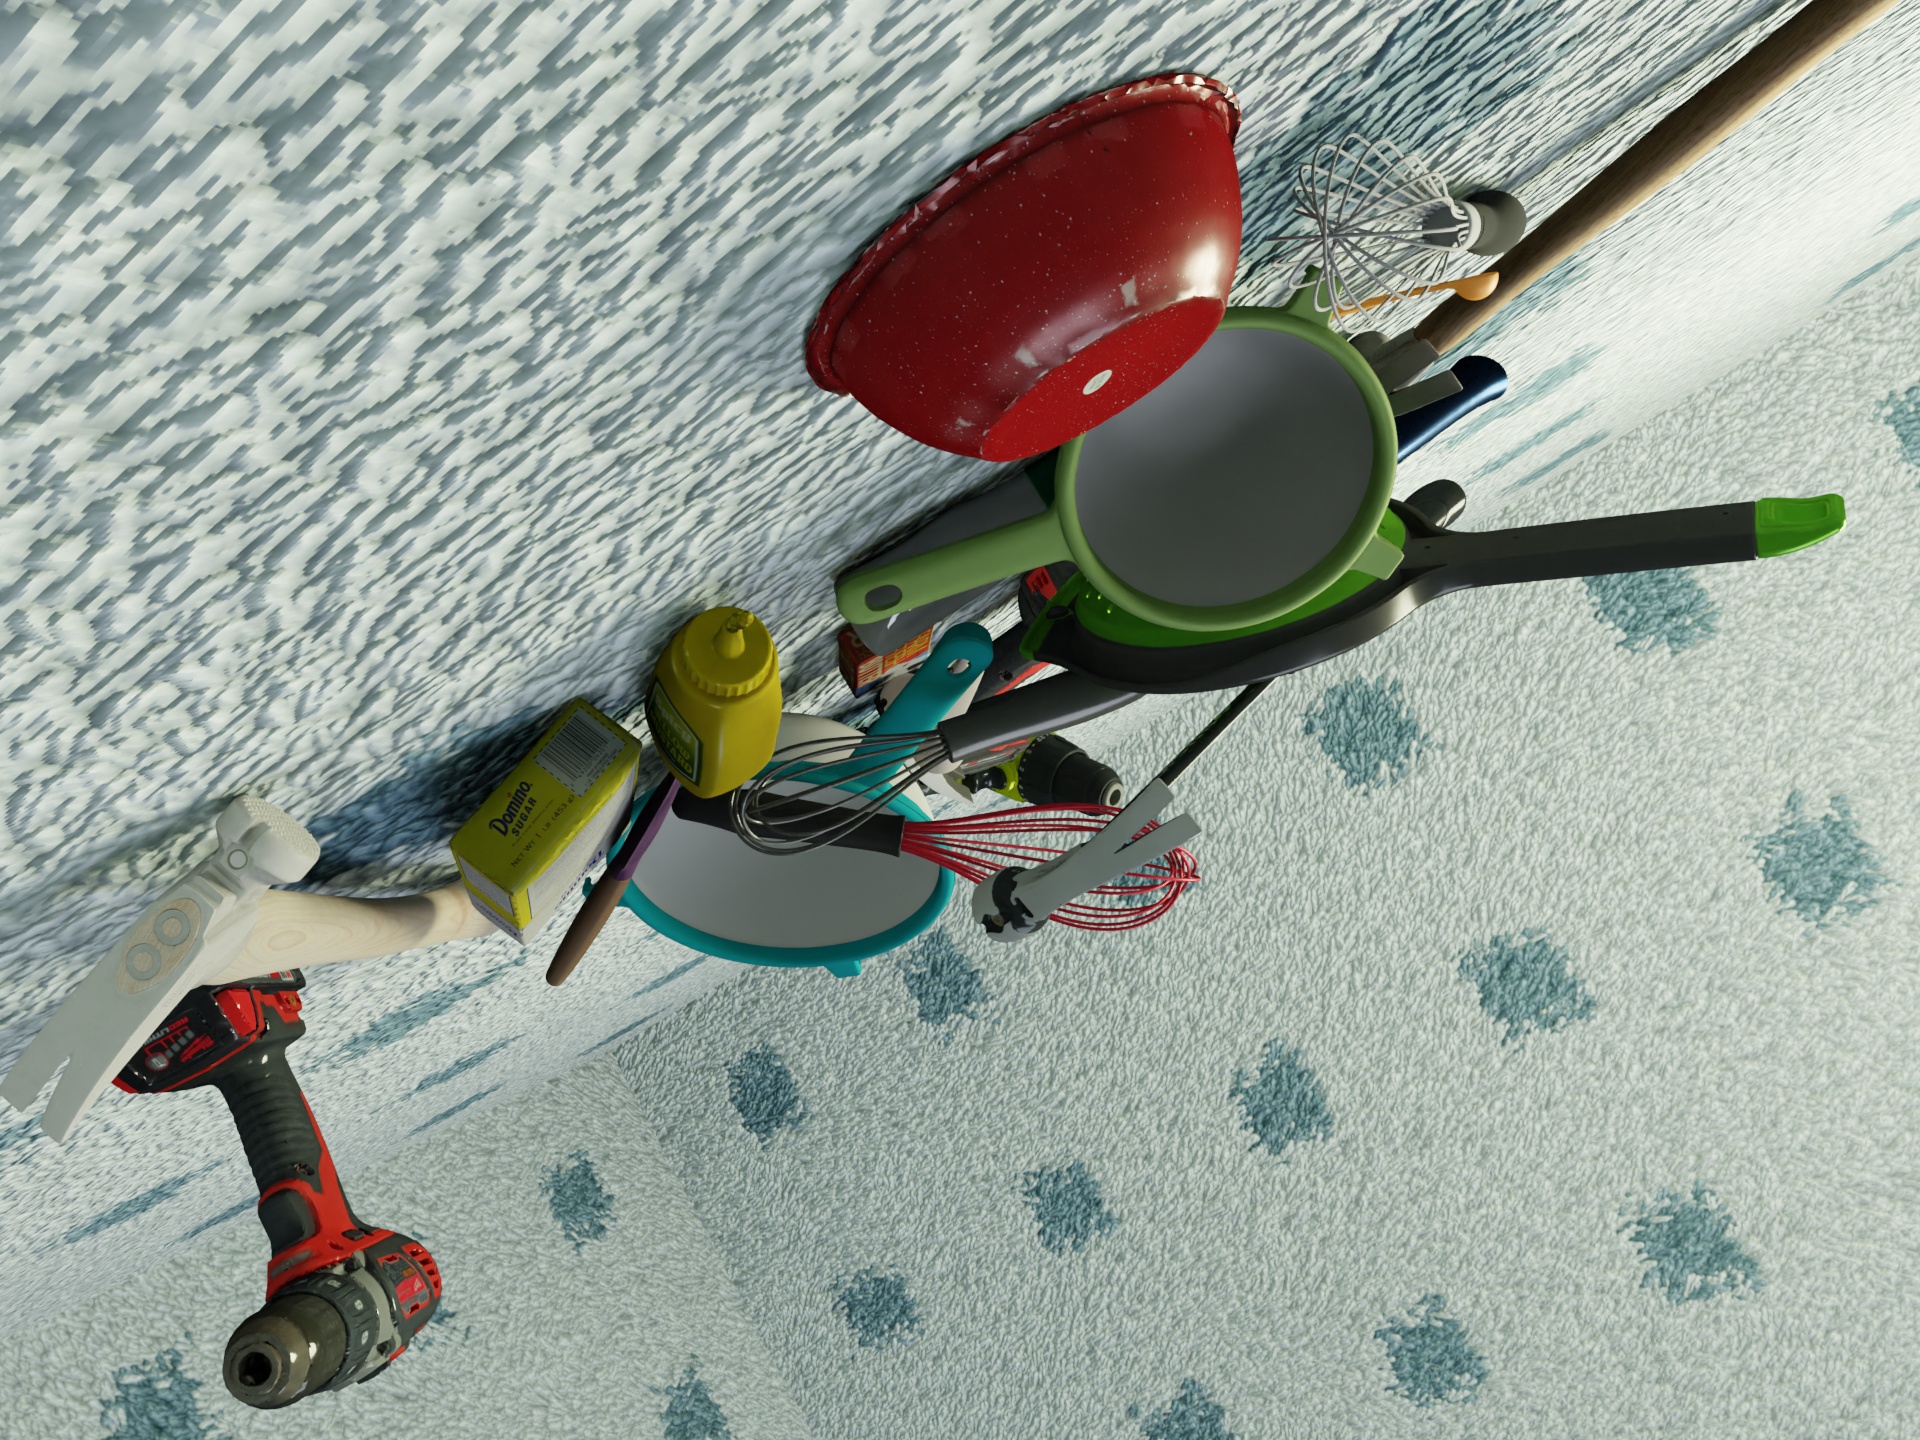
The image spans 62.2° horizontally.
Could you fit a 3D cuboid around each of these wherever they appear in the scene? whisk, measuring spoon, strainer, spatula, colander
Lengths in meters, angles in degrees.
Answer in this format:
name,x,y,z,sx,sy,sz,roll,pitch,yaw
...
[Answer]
name,x,y,z,sx,sy,sz,roll,pitch,yaw
whisk,0.198,-0.205,0.669,0.070,0.070,0.284,-35,176,35
measuring spoon,0.192,-0.190,0.736,0.117,0.011,0.021,-4,-161,39
strainer,0.064,-0.104,0.722,0.256,0.151,0.069,-18,-148,8
spatula,-0.202,0.095,0.924,0.315,0.018,0.060,-49,-165,51
whisk,-0.005,0.014,0.827,0.239,0.055,0.055,-20,171,-10
whisk,-0.013,0.067,0.880,0.296,0.073,0.073,9,170,-1
strainer,-0.076,0.025,0.950,0.210,0.095,0.340,21,135,-22
measuring spoon,-0.001,-0.003,0.944,0.034,0.018,0.124,-9,148,-20
colander,0.208,-0.108,0.785,0.397,0.094,0.204,-4,-152,29

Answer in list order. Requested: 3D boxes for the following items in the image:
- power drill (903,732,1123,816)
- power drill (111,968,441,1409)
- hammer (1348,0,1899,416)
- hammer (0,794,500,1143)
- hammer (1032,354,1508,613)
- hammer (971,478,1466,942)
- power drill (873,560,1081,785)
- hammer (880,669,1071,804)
name,x,y,z,sx,sy,sz,roll,pitch,yaw
power drill,-0.006,0.051,1.227,0.228,0.080,0.191,-19,-150,-42
power drill,-0.343,0.222,0.777,0.080,0.227,0.188,-29,173,-6
hammer,0.321,-0.259,0.777,0.331,0.031,0.130,-38,-167,27
hammer,-0.305,0.111,0.793,0.146,0.038,0.410,-50,177,-4
hammer,0.214,-0.138,0.998,0.405,0.035,0.144,-35,-151,-31
hammer,0.169,-0.028,0.856,0.409,0.036,0.149,-41,-178,-35
power drill,0.053,-0.047,1.102,0.143,0.079,0.219,-15,161,-48
hammer,0.118,-0.035,1.024,0.335,0.035,0.146,-20,152,-1
